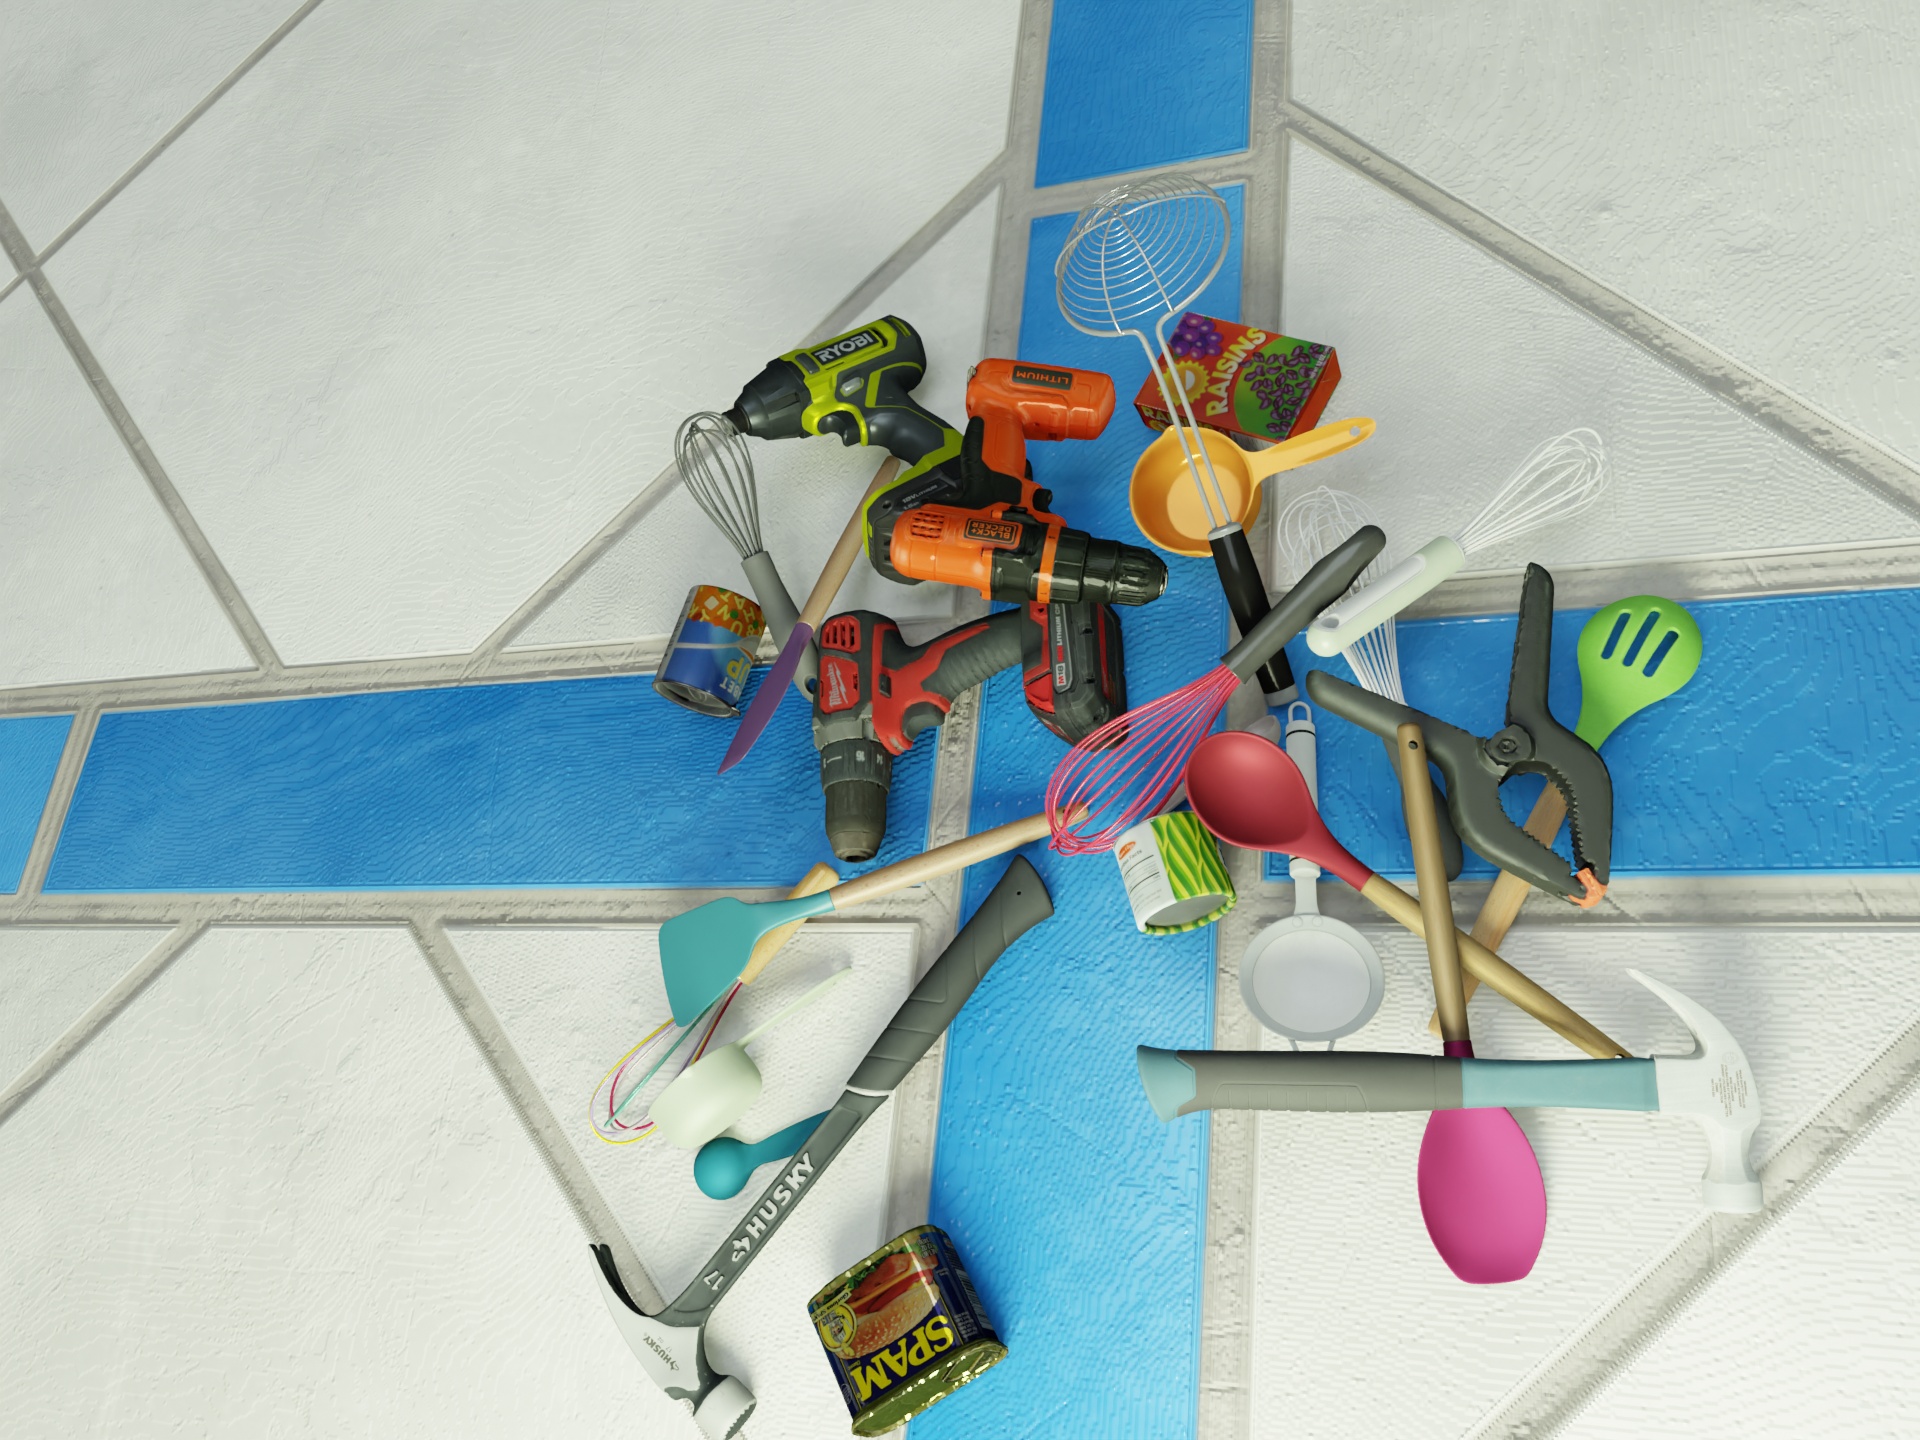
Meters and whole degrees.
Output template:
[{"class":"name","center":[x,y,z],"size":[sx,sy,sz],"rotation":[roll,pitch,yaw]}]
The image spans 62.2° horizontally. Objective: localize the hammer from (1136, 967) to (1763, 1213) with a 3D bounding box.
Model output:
[{"class":"hammer","center":[0.264,0.203,0.885],"size":[0.331,0.033,0.128],"rotation":[-2,83,11]}]

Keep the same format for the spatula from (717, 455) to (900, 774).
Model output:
[{"class":"spatula","center":[-0.104,-0.087,1.174],"size":[0.060,0.018,0.316],"rotation":[-29,30,49]}]

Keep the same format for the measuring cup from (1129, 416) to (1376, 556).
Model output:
[{"class":"measuring cup","center":[0.205,-0.171,1.103],"size":[0.173,0.052,0.095],"rotation":[-18,83,19]}]

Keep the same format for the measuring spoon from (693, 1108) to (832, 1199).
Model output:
[{"class":"measuring spoon","center":[-0.126,0.284,1.068],"size":[0.128,0.021,0.042],"rotation":[-25,60,12]}]

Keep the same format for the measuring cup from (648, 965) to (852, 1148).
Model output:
[{"class":"measuring cup","center":[-0.133,0.229,1.079],"size":[0.167,0.083,0.038],"rotation":[-35,73,-14]}]

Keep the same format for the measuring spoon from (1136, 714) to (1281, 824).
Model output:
[{"class":"measuring spoon","center":[0.165,0.042,1.059],"size":[0.124,0.034,0.018],"rotation":[-40,103,8]}]

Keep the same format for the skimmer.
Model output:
[{"class":"skimmer","center":[0.165,-0.189,1.071],"size":[0.127,0.090,0.363],"rotation":[-18,96,25]}]

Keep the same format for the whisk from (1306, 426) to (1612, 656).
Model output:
[{"class":"whisk","center":[0.318,-0.112,1.012],"size":[0.246,0.059,0.058],"rotation":[-33,39,-12]}]

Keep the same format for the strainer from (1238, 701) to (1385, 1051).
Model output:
[{"class":"strainer","center":[0.218,0.101,0.997],"size":[0.087,0.050,0.259],"rotation":[-1,61,11]}]

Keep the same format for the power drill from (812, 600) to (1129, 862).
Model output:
[{"class":"power drill","center":[-0.002,-0.004,1.117],"size":[0.227,0.080,0.188],"rotation":[-11,63,21]}]

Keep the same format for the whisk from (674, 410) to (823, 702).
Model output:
[{"class":"whisk","center":[-0.152,-0.123,1.199],"size":[0.055,0.055,0.239],"rotation":[-24,91,11]}]

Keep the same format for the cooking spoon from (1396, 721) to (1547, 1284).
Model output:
[{"class":"cooking spoon","center":[0.282,0.158,0.915],"size":[0.069,0.017,0.319],"rotation":[-8,80,11]}]

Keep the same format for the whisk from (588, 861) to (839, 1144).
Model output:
[{"class":"whisk","center":[-0.169,0.199,1.120],"size":[0.047,0.051,0.245],"rotation":[40,82,10]}]

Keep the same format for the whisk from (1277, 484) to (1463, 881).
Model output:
[{"class":"whisk","center":[0.269,-0.029,1.028],"size":[0.070,0.070,0.285],"rotation":[-19,66,14]}]

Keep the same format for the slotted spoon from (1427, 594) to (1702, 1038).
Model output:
[{"class":"slotted spoon","center":[0.361,0.053,0.966],"size":[0.070,0.031,0.314],"rotation":[26,81,27]}]

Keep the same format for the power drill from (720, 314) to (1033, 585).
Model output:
[{"class":"power drill","center":[-0.064,-0.209,1.209],"size":[0.171,0.080,0.223],"rotation":[-28,56,-21]}]

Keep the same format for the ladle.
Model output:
[{"class":"ladle","center":[0.266,0.111,0.950],"size":[0.316,0.031,0.069],"rotation":[37,85,22]}]

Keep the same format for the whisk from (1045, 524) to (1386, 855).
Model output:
[{"class":"whisk","center":[0.161,-0.018,1.028],"size":[0.296,0.073,0.073],"rotation":[-45,58,10]}]

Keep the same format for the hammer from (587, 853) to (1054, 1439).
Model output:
[{"class":"hammer","center":[-0.077,0.255,1.045],"size":[0.149,0.036,0.409],"rotation":[36,82,19]}]

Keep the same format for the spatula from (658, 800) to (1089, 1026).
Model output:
[{"class":"spatula","center":[-0.061,0.117,1.093],"size":[0.317,0.044,0.082],"rotation":[-19,56,0]}]
